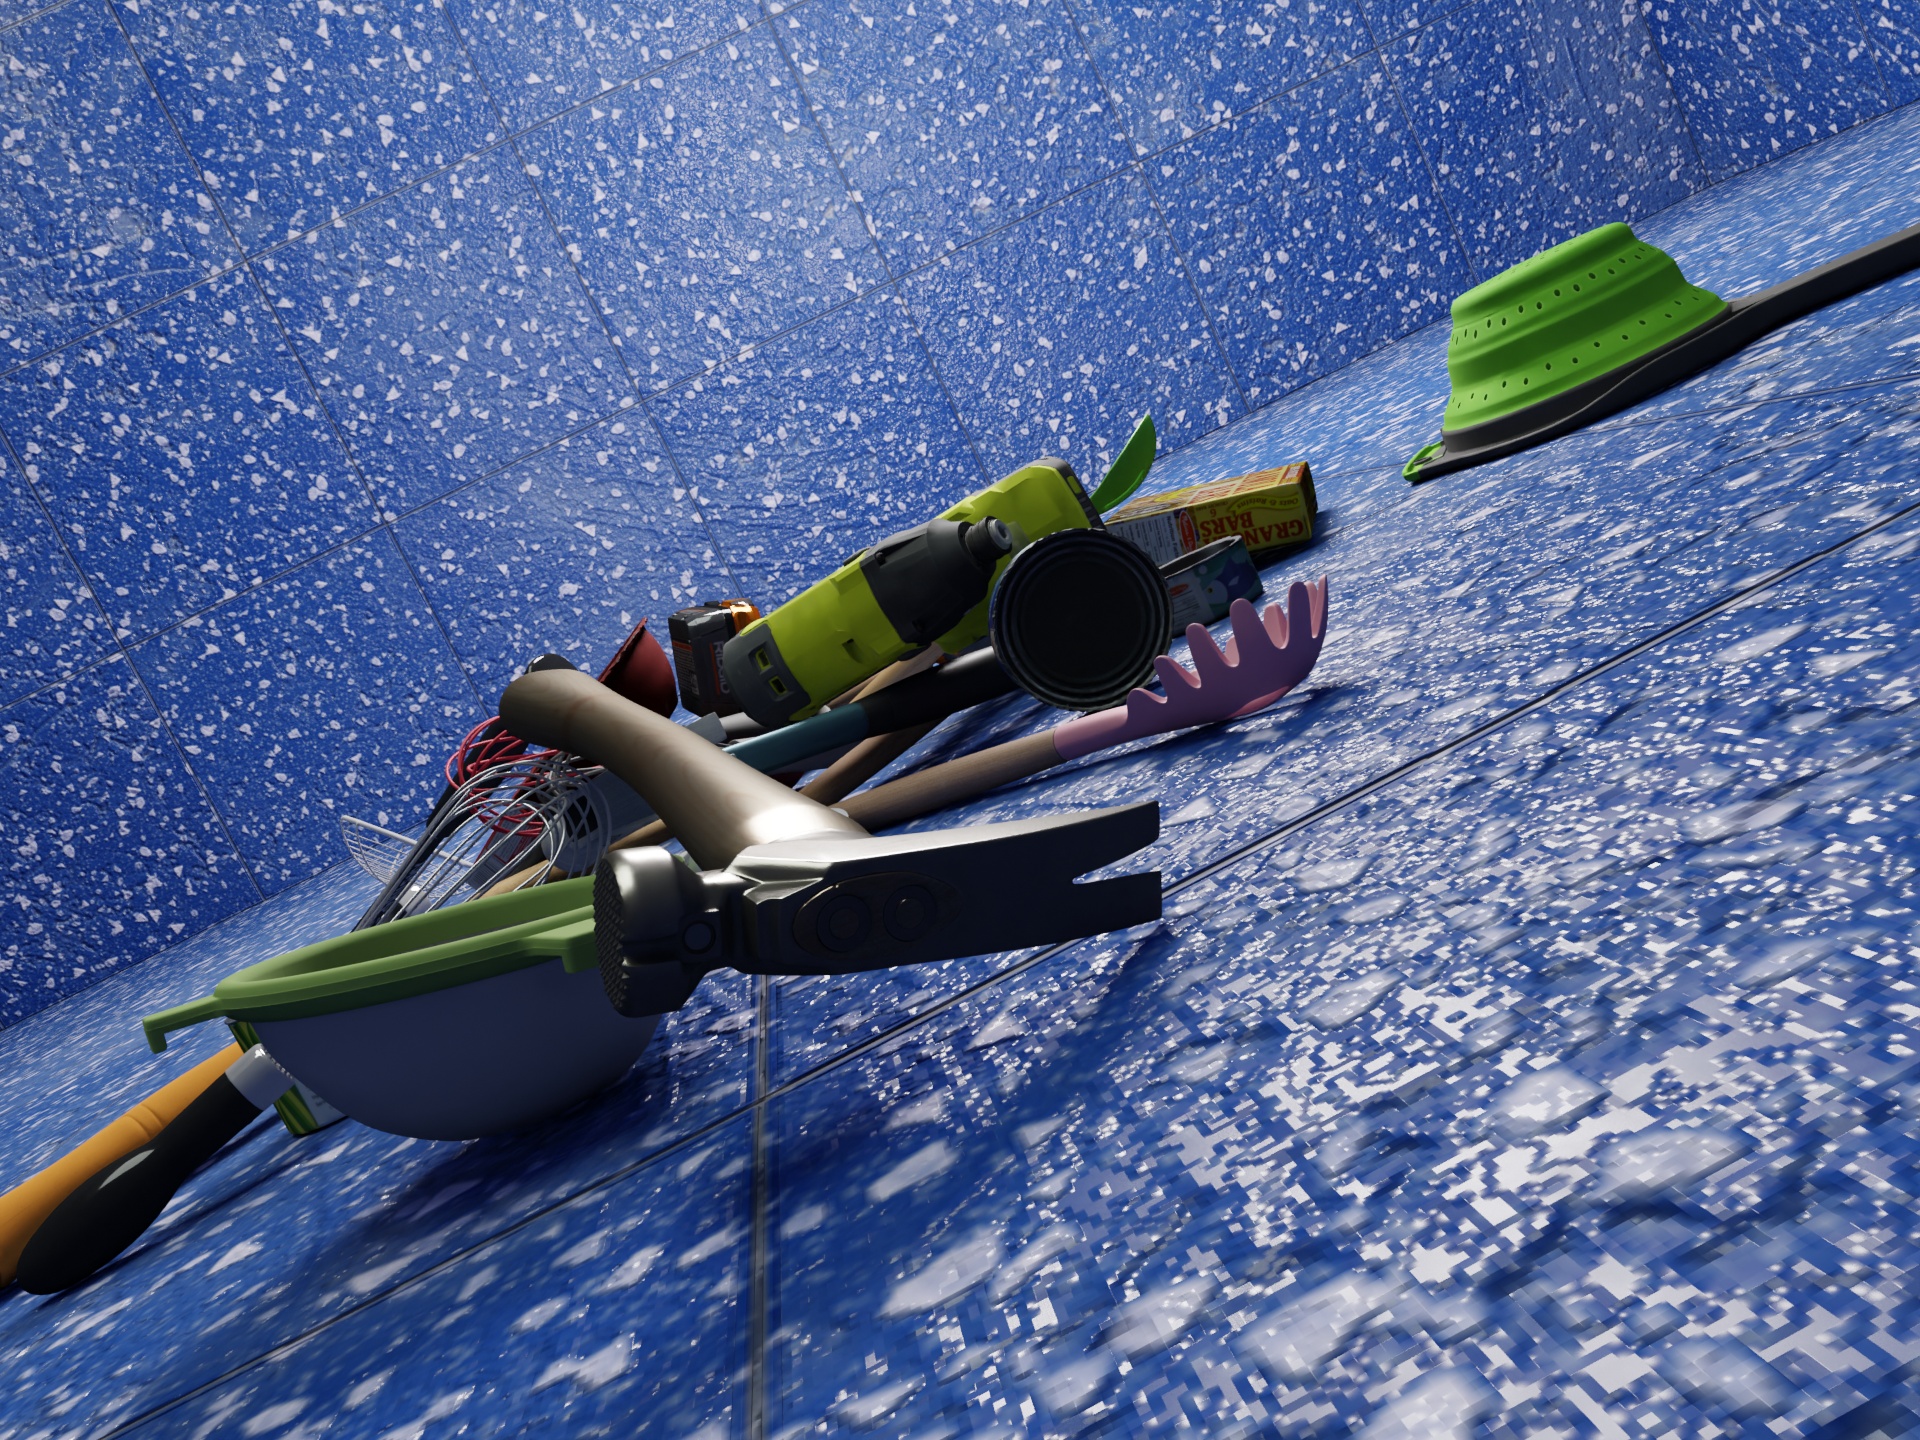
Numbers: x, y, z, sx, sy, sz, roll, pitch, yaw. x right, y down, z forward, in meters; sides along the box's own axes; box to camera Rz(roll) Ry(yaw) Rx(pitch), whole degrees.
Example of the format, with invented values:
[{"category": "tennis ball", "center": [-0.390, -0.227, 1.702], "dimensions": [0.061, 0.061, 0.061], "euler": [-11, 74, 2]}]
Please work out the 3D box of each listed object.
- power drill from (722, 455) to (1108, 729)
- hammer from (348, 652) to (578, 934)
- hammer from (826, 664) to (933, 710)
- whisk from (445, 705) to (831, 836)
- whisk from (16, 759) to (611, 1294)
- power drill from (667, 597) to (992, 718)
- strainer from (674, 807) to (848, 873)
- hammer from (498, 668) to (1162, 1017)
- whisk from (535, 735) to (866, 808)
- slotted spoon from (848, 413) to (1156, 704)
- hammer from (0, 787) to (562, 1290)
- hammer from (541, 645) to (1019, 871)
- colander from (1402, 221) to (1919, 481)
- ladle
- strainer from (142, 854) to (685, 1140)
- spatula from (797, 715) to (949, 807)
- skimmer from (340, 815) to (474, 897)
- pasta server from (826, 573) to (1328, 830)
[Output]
[{"category": "power drill", "center": [-0.009, -0.077, 0.874], "dimensions": [0.171, 0.080, 0.223], "euler": [-29, 2, 30]}, {"category": "hammer", "center": [-0.351, 0.076, 1.052], "dimensions": [0.409, 0.036, 0.149], "euler": [-42, -1, 41]}, {"category": "hammer", "center": [-0.159, 0.022, 1.198], "dimensions": [0.331, 0.031, 0.130], "euler": [-30, 9, -27]}, {"category": "whisk", "center": [-0.182, 0.018, 0.970], "dimensions": [0.073, 0.073, 0.295], "euler": [-20, -5, 39]}, {"category": "whisk", "center": [-0.256, 0.121, 0.643], "dimensions": [0.284, 0.070, 0.070], "euler": [-44, 13, -17]}, {"category": "power drill", "center": [-0.094, -0.059, 1.169], "dimensions": [0.226, 0.084, 0.164], "euler": [-11, 8, -17]}, {"category": "strainer", "center": [-0.126, 0.069, 0.758], "dimensions": [0.087, 0.050, 0.258], "euler": [-40, 10, -32]}, {"category": "hammer", "center": [-0.090, 0.017, 0.558], "dimensions": [0.146, 0.038, 0.411], "euler": [-5, 10, -23]}, {"category": "whisk", "center": [-0.121, 0.019, 0.869], "dimensions": [0.239, 0.055, 0.055], "euler": [-9, -6, -42]}, {"category": "slotted spoon", "center": [0.014, -0.078, 1.027], "dimensions": [0.313, 0.031, 0.070], "euler": [-42, 1, 10]}, {"category": "hammer", "center": [-0.314, 0.147, 0.764], "dimensions": [0.337, 0.034, 0.127], "euler": [-39, -8, -48]}, {"category": "hammer", "center": [-0.042, -0.003, 0.801], "dimensions": [0.331, 0.033, 0.128], "euler": [-21, -6, -31]}, {"category": "colander", "center": [0.435, -0.266, 0.932], "dimensions": [0.397, 0.094, 0.204], "euler": [-22, 9, 30]}, {"category": "ladle", "center": [-0.166, 0.058, 0.870], "dimensions": [0.069, 0.031, 0.315], "euler": [-31, -2, 26]}, {"category": "strainer", "center": [-0.144, 0.094, 0.565], "dimensions": [0.151, 0.069, 0.256], "euler": [-12, 0, 11]}, {"category": "spatula", "center": [-0.001, -0.003, 0.890], "dimensions": [0.317, 0.044, 0.082], "euler": [-37, 12, -34]}, {"category": "skimmer", "center": [-0.332, 0.058, 1.300], "dimensions": [0.363, 0.090, 0.127], "euler": [-22, -23, 10]}, {"category": "pasta server", "center": [0.021, 0.009, 0.673], "dimensions": [0.316, 0.040, 0.060], "euler": [-21, -3, 41]}]
